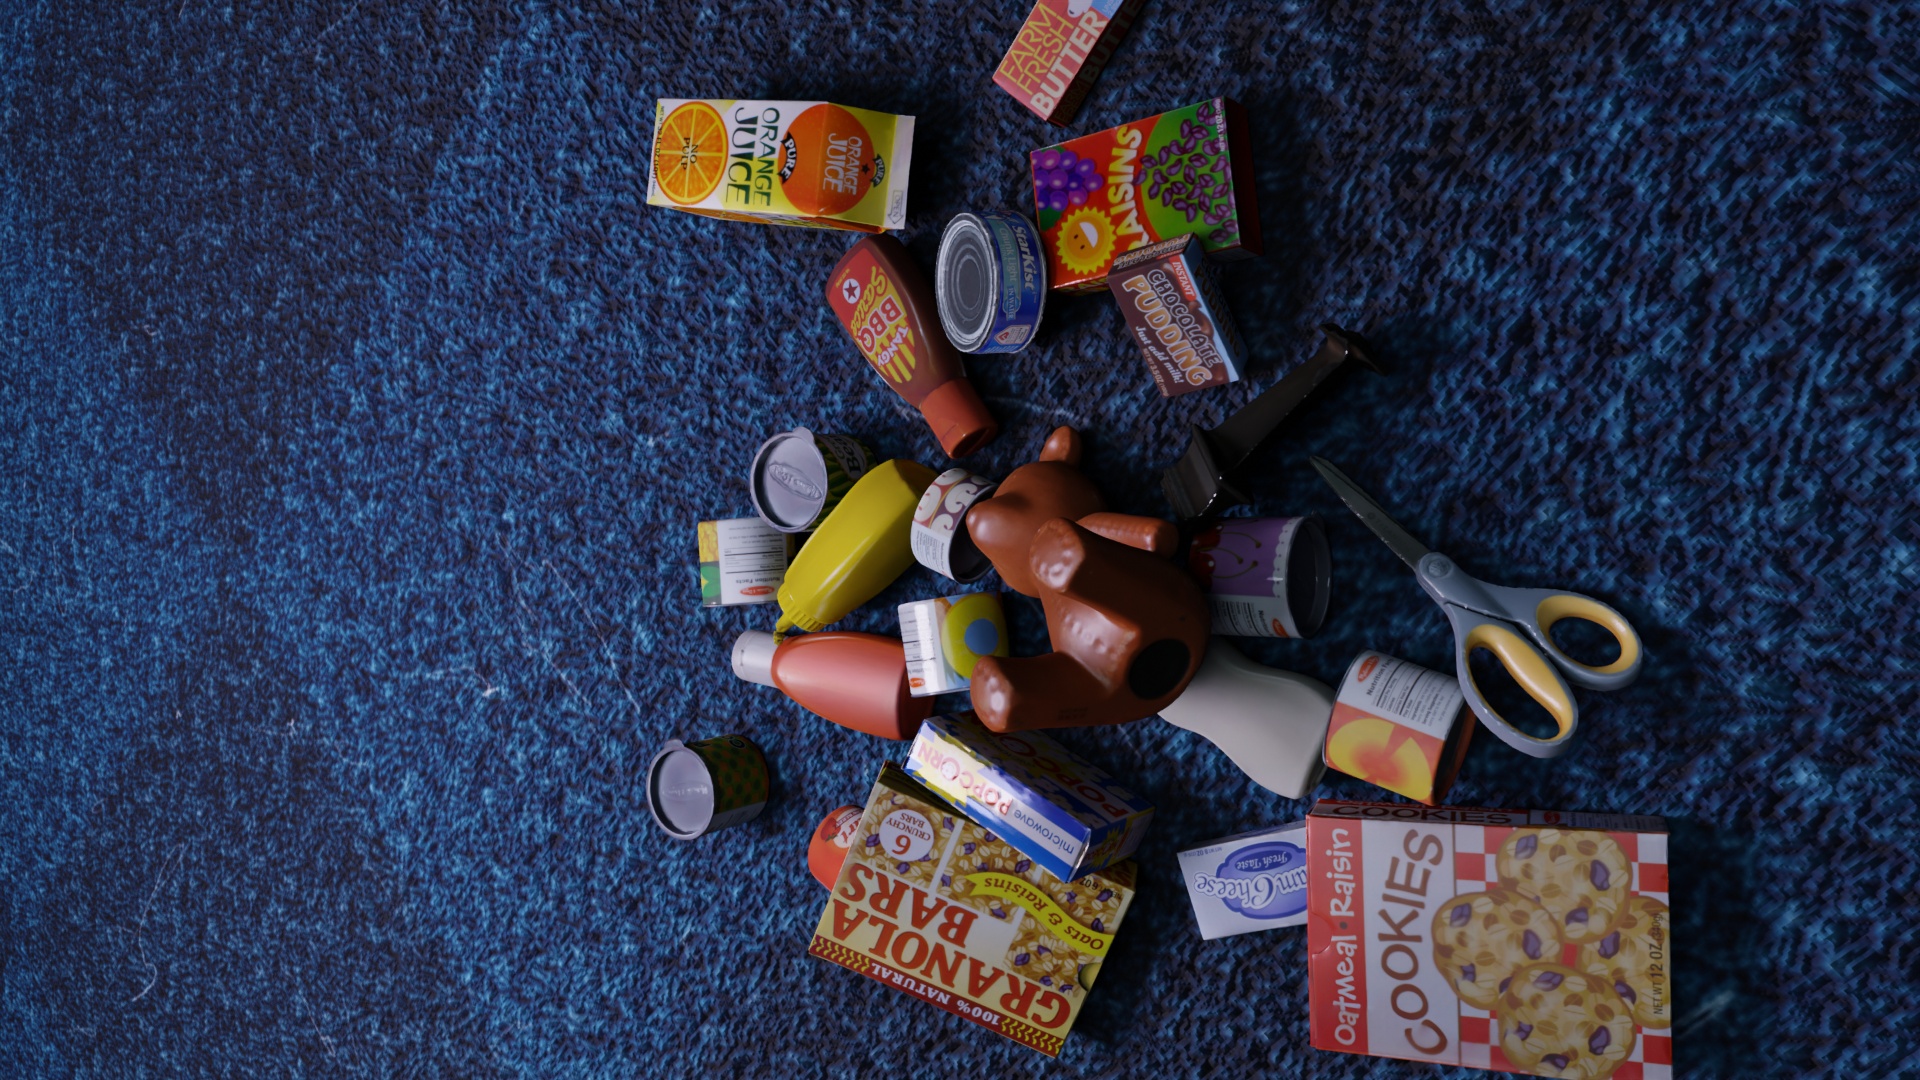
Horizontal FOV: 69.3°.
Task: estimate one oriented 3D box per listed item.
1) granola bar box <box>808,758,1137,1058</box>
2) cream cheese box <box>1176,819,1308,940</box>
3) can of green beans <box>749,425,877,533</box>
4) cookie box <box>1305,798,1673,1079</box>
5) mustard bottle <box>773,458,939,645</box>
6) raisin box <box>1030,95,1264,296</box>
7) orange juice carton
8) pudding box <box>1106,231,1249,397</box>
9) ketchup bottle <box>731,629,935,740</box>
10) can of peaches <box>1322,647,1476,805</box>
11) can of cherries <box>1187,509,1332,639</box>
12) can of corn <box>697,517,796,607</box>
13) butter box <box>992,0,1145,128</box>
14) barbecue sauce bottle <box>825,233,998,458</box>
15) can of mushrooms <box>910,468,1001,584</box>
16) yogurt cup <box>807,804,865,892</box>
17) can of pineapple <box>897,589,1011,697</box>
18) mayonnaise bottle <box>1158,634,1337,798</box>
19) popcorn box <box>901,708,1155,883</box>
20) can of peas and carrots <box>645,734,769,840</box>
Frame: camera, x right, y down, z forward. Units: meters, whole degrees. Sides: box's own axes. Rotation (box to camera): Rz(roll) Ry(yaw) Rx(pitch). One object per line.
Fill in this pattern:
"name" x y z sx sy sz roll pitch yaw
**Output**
"granola bar box" 0.007 0.221 0.835 0.165 0.039 0.123 22 106 3
"cream cheese box" 0.177 0.187 0.772 0.103 0.024 0.053 -21 82 32
"can of green beans" -0.096 -0.039 0.922 0.071 0.058 0.071 2 93 33
"cookie box" 0.260 0.197 0.692 0.167 0.040 0.123 -1 92 23
"mustard bottle" -0.074 0.014 0.899 0.159 0.065 0.049 -43 59 21
"raisin box" 0.105 -0.195 0.796 0.123 0.040 0.086 -7 89 32
"orange juice carton" -0.111 -0.246 0.915 0.193 0.073 0.071 12 99 32
"pudding box" 0.121 -0.124 0.769 0.049 0.030 0.083 -11 123 33
"ketchup bottle" -0.087 0.089 0.930 0.149 0.043 0.064 9 93 33
"can of peaches" 0.226 0.097 0.713 0.058 0.071 0.071 18 102 31
"can of cherries" 0.163 0.017 0.752 0.058 0.071 0.071 0 92 35
"can of corn" -0.146 0.014 0.954 0.071 0.071 0.058 -4 89 33
"butter box" 0.067 -0.304 0.825 0.053 0.024 0.103 44 114 25
"barbecue sauce bottle" -0.028 -0.121 0.883 0.064 0.044 0.149 -47 68 39
"can of mushrooms" 0.003 -0.011 0.856 0.033 0.071 0.071 24 105 31
"yogurt cup" -0.062 0.208 0.907 0.054 0.072 0.072 21 103 39
"can of pineapple" -0.001 0.063 0.861 0.071 0.071 0.058 -11 86 33
"mayonnaise bottle" 0.141 0.083 0.782 0.148 0.041 0.064 30 107 30
"popcorn box" 0.041 0.147 0.823 0.127 0.085 0.038 30 106 29
"can of peas and carrots" -0.179 0.171 0.984 0.071 0.059 0.071 1 92 33
